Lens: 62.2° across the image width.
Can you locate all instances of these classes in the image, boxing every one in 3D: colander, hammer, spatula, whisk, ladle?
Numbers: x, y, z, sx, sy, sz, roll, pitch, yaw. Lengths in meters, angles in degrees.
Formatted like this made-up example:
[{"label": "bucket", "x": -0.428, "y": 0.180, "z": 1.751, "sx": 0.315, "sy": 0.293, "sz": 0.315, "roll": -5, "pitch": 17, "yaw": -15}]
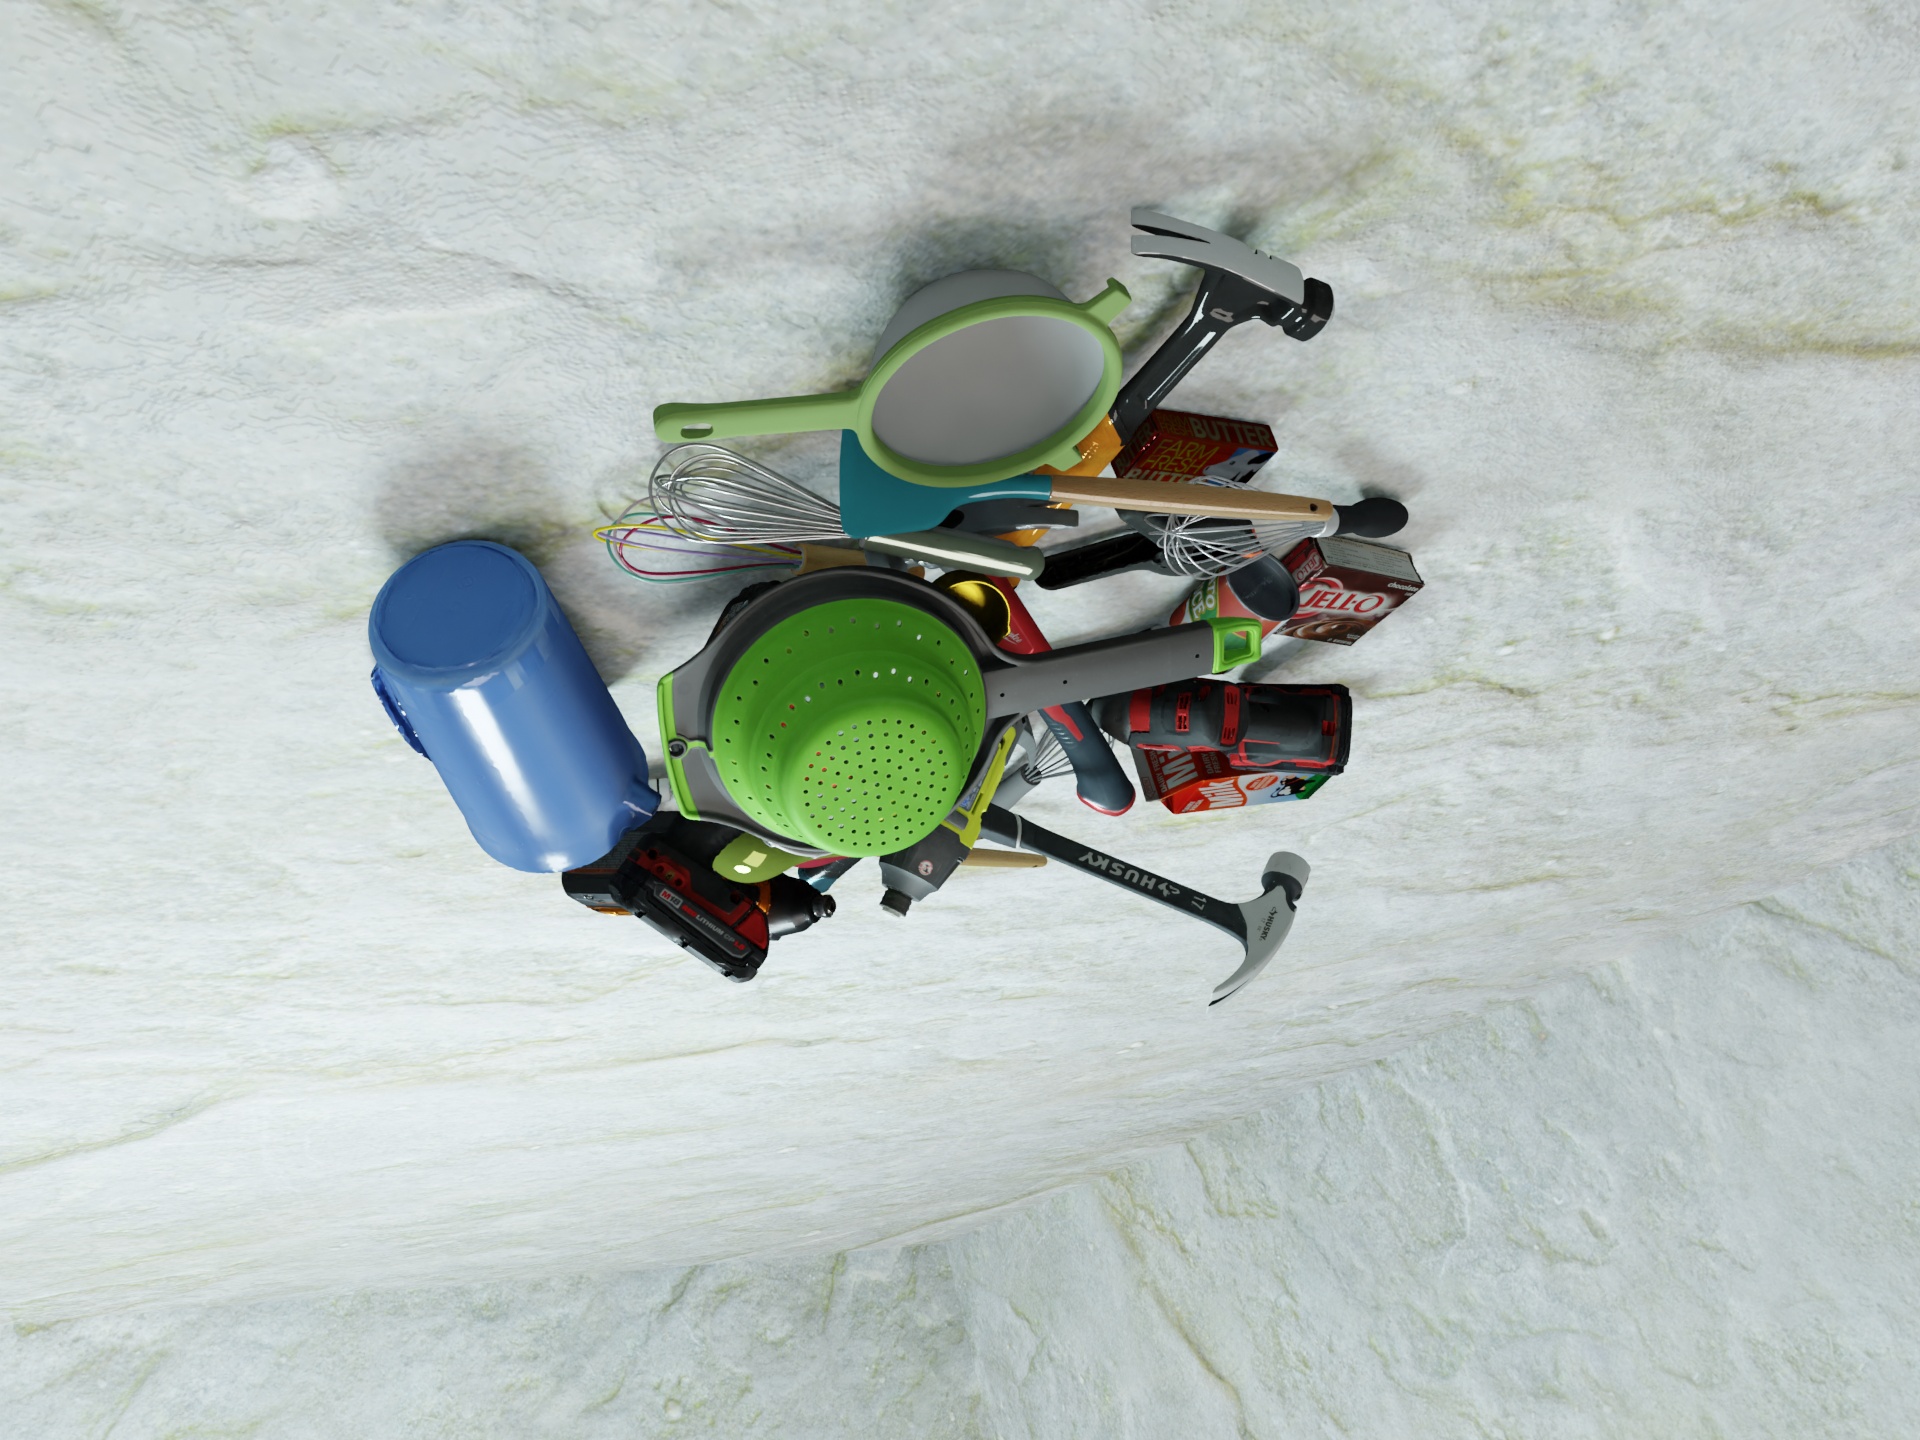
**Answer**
[{"label": "colander", "x": 0.017, "y": 0.000, "z": 0.989, "sx": 0.397, "sy": 0.095, "sz": 0.204, "roll": -11, "pitch": 121, "yaw": -11}, {"label": "hammer", "x": 0.079, "y": -0.176, "z": 0.988, "sx": 0.127, "sy": 0.034, "sz": 0.336, "roll": 16, "pitch": 146, "yaw": -22}, {"label": "spatula", "x": 0.081, "y": -0.140, "z": 0.967, "sx": 0.317, "sy": 0.082, "sz": 0.044, "roll": 3, "pitch": 178, "yaw": -11}, {"label": "whisk", "x": -0.066, "y": -0.119, "z": 0.965, "sx": 0.246, "sy": 0.059, "sz": 0.058, "roll": 10, "pitch": -169, "yaw": -13}, {"label": "hammer", "x": 0.060, "y": 0.099, "z": 1.253, "sx": 0.409, "sy": 0.149, "sz": 0.036, "roll": 21, "pitch": 142, "yaw": 15}, {"label": "hammer", "x": -0.052, "y": 0.074, "z": 1.428, "sx": 0.128, "sy": 0.033, "sz": 0.331, "roll": 8, "pitch": 146, "yaw": -37}, {"label": "ladle", "x": -0.041, "y": 0.122, "z": 1.459, "sx": 0.315, "sy": 0.031, "sz": 0.069, "roll": 8, "pitch": 145, "yaw": -38}, {"label": "ladle", "x": -0.086, "y": 0.095, "z": 1.362, "sx": 0.320, "sy": 0.062, "sz": 0.078, "roll": -2, "pitch": 149, "yaw": -48}, {"label": "hammer", "x": 0.074, "y": -0.034, "z": 1.154, "sx": 0.143, "sy": 0.038, "sz": 0.385, "roll": -11, "pitch": 146, "yaw": 19}, {"label": "whisk", "x": 0.232, "y": -0.137, "z": 1.102, "sx": 0.284, "sy": 0.070, "sz": 0.070, "roll": -9, "pitch": 156, "yaw": -43}, {"label": "whisk", "x": -0.122, "y": -0.106, "z": 1.027, "sx": 0.244, "sy": 0.051, "sz": 0.047, "roll": 3, "pitch": 143, "yaw": -39}, {"label": "whisk", "x": 0.066, "y": 0.049, "z": 1.431, "sx": 0.055, "sy": 0.055, "sz": 0.239, "roll": 3, "pitch": 153, "yaw": -32}]

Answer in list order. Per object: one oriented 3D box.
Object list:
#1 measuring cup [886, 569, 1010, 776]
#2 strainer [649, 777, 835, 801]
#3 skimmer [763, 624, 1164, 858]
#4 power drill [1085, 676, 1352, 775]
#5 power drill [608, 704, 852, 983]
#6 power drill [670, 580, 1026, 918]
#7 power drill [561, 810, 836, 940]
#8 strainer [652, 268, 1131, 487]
[{"label": "measuring cup", "x": -0.019, "y": -0.030, "z": 1.040, "sx": 0.062, "sy": 0.029, "sz": 0.156, "roll": 14, "pitch": 118, "yaw": -24}, {"label": "strainer", "x": -0.231, "y": 0.053, "z": 1.282, "sx": 0.258, "sy": 0.050, "sz": 0.087, "roll": -5, "pitch": -179, "yaw": -8}, {"label": "skimmer", "x": -0.002, "y": -0.004, "z": 1.233, "sx": 0.363, "sy": 0.127, "sz": 0.090, "roll": -22, "pitch": 174, "yaw": -4}, {"label": "power drill", "x": 0.214, "y": 0.000, "z": 1.314, "sx": 0.219, "sy": 0.078, "sz": 0.143, "roll": 6, "pitch": 178, "yaw": -44}, {"label": "power drill", "x": -0.123, "y": 0.077, "z": 1.147, "sx": 0.187, "sy": 0.227, "sz": 0.080, "roll": 38, "pitch": 167, "yaw": -16}, {"label": "power drill", "x": -0.079, "y": 0.019, "z": 1.090, "sx": 0.223, "sy": 0.171, "sz": 0.080, "roll": 31, "pitch": 165, "yaw": -21}, {"label": "power drill", "x": -0.219, "y": 0.142, "z": 1.377, "sx": 0.164, "sy": 0.084, "sz": 0.226, "roll": -2, "pitch": 161, "yaw": 23}, {"label": "strainer", "x": -0.041, "y": -0.192, "z": 0.869, "sx": 0.256, "sy": 0.069, "sz": 0.151, "roll": -8, "pitch": 153, "yaw": -12}]
